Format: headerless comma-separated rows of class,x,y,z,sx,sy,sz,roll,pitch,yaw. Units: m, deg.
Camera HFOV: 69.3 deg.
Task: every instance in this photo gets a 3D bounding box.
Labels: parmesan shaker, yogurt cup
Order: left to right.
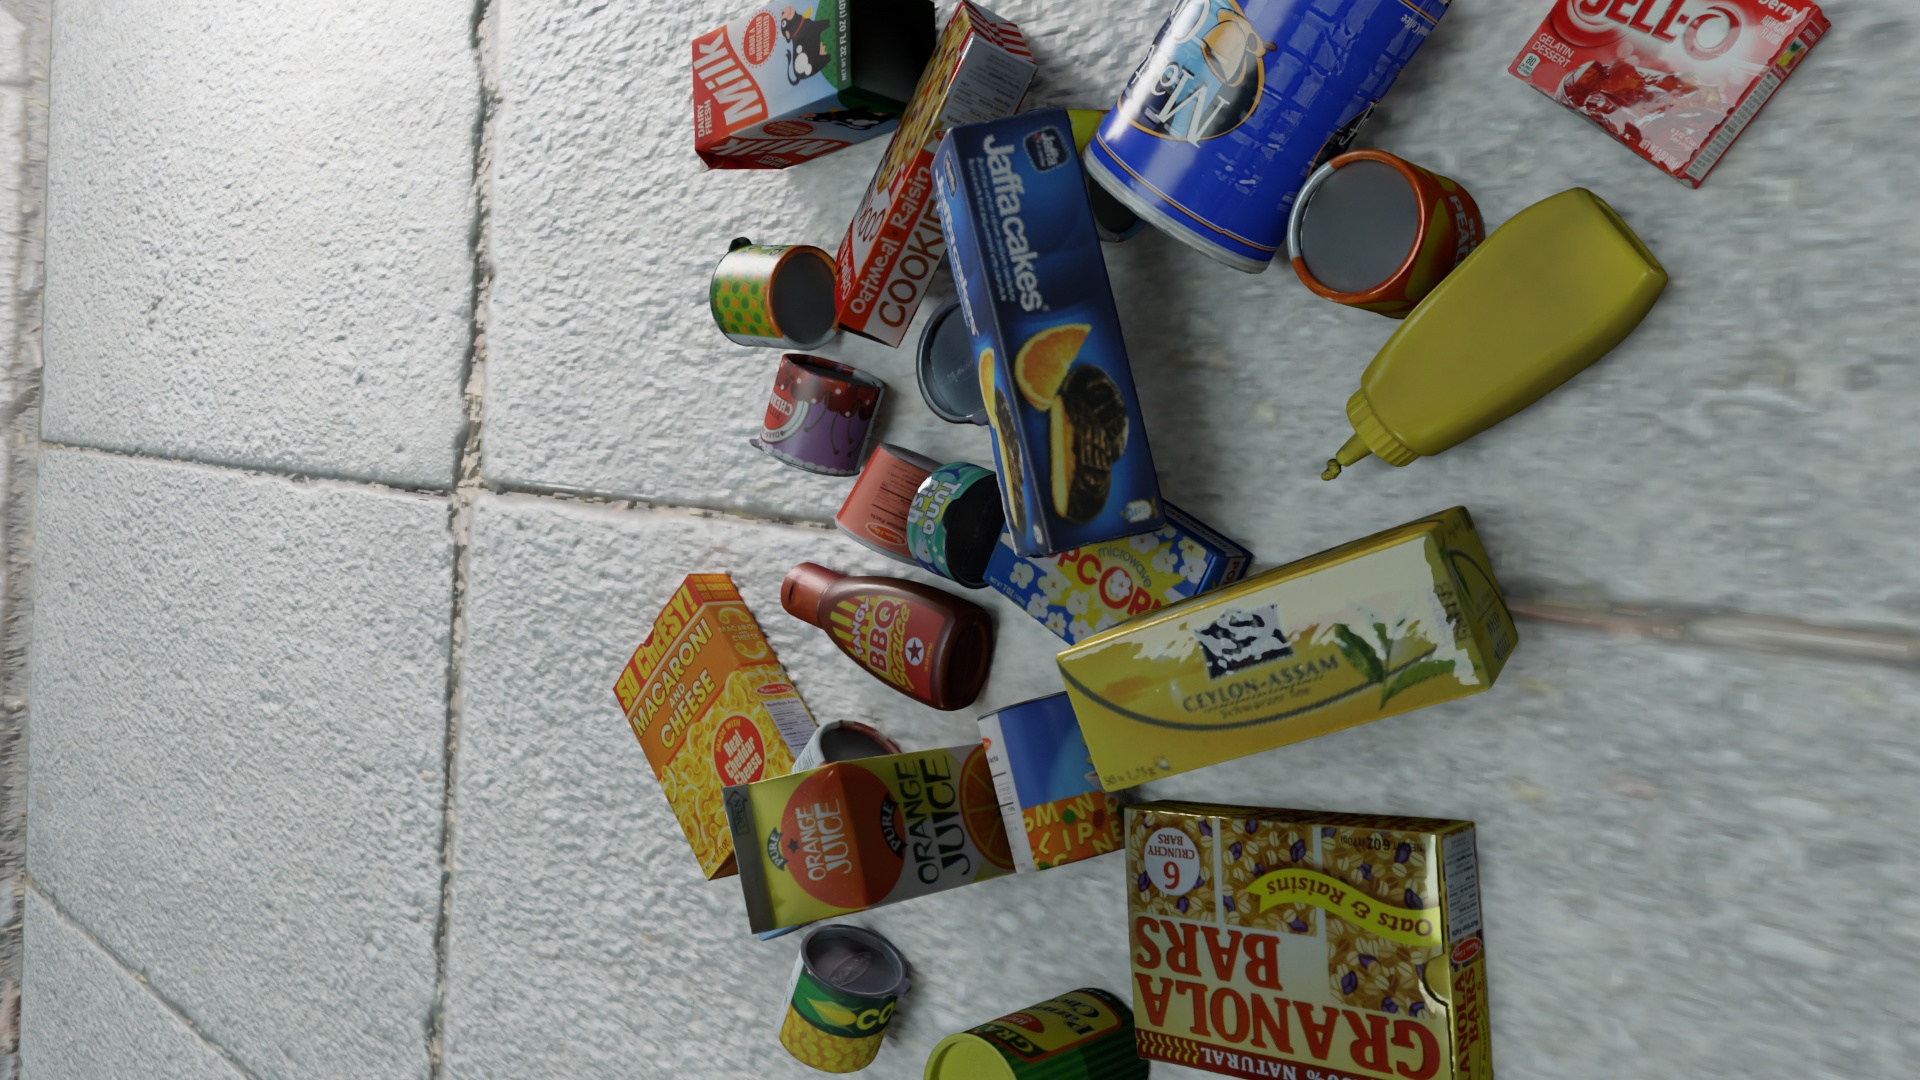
yogurt cup,-0.032,-0.022,0.804,0.072,0.072,0.054,32,103,38
parmesan shaker,0.038,0.272,0.708,0.071,0.103,0.071,-1,89,42

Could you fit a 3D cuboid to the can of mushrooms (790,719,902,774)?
can of mushrooms,-0.063,0.141,0.829,0.071,0.071,0.033,48,119,32

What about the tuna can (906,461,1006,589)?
tuna can,0.003,-0.010,0.765,0.033,0.071,0.071,20,103,42

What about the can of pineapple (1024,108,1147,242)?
can of pineapple,0.063,-0.190,0.717,0.058,0.071,0.071,16,101,41

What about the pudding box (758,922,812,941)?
pudding box,-0.101,0.219,0.885,0.083,0.030,0.050,-33,69,38

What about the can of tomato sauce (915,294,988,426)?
can of tomato sauce,0.030,-0.091,0.733,0.071,0.083,0.071,0,90,43

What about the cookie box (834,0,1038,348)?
cookie box,-0.019,-0.204,0.766,0.166,0.040,0.123,-60,17,25

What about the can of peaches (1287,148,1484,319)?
can of peaches,0.187,-0.132,0.606,0.071,0.058,0.071,-1,89,43

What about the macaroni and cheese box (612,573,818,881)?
macaroni and cheese box,-0.164,0.123,0.938,0.123,0.040,0.167,-52,58,28

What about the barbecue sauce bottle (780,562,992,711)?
barbecue sauce bottle,-0.048,0.049,0.830,0.148,0.044,0.064,20,104,41

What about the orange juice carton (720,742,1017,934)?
orange juice carton,-0.041,0.151,0.720,0.073,0.193,0.072,-24,73,39

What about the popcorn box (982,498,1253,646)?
popcorn box,0.078,0.014,0.718,0.127,0.038,0.085,36,114,37

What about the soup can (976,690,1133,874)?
soup can,0.053,0.124,0.723,0.071,0.071,0.084,-25,74,40

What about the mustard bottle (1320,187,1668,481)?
mustard bottle,0.213,-0.076,0.588,0.159,0.049,0.065,-43,65,34

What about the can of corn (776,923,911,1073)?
can of corn,-0.070,0.276,0.833,0.071,0.071,0.058,33,112,38

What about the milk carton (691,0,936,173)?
milk carton,-0.107,-0.284,0.867,0.190,0.073,0.072,-3,88,43

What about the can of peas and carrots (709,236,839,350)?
can of peas and carrots,-0.115,-0.156,0.877,0.059,0.071,0.071,11,97,41

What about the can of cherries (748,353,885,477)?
can of cherries,-0.087,-0.078,0.848,0.071,0.071,0.058,32,110,38

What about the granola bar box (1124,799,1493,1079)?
granola bar box,0.155,0.189,0.645,0.165,0.039,0.124,-6,86,43
